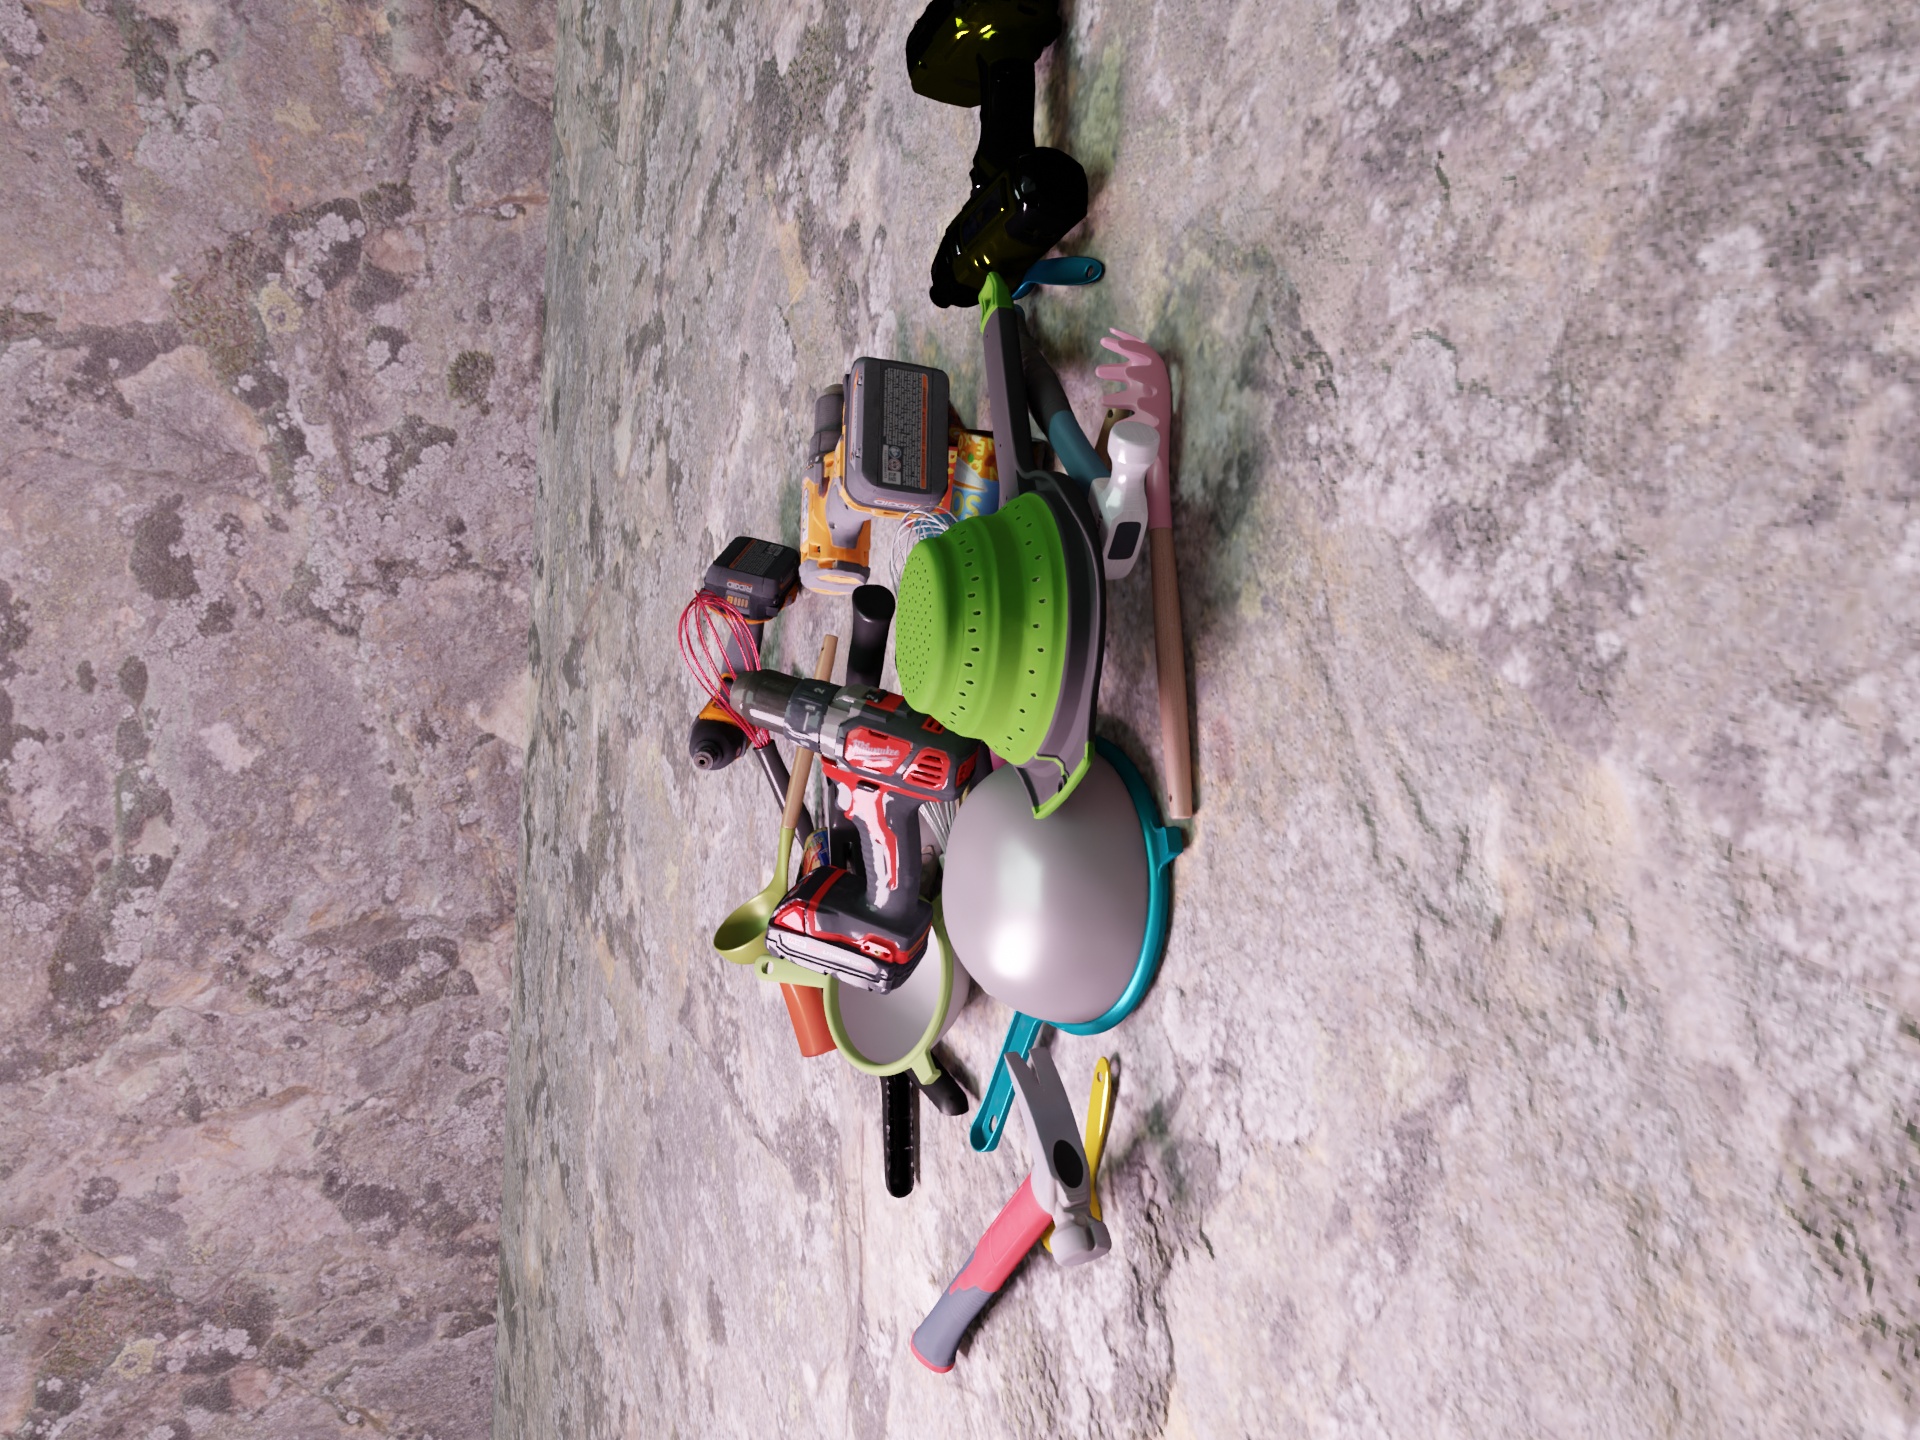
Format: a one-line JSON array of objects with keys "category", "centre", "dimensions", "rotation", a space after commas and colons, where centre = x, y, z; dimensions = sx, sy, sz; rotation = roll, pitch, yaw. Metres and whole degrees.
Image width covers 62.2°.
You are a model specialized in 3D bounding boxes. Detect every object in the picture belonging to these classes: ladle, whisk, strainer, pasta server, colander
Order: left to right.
[{"category": "whisk", "centre": [-0.201, 0.007, 1.561], "dimensions": [0.073, 0.073, 0.295], "rotation": [15, 131, 64]}, {"category": "ladle", "centre": [-0.167, 0.073, 1.495], "dimensions": [0.078, 0.062, 0.320], "rotation": [10, 87, 57]}, {"category": "strainer", "centre": [-0.076, 0.218, 1.340], "dimensions": [0.256, 0.069, 0.151], "rotation": [-5, 75, 48]}, {"category": "whisk", "centre": [-0.007, 0.095, 1.235], "dimensions": [0.059, 0.057, 0.246], "rotation": [-24, 81, 37]}, {"category": "whisk", "centre": [0.002, -0.023, 1.181], "dimensions": [0.070, 0.070, 0.284], "rotation": [30, 137, 61]}, {"category": "colander", "centre": [0.007, -0.134, 1.049], "dimensions": [0.204, 0.094, 0.397], "rotation": [123, 145, -60]}, {"category": "strainer", "centre": [0.029, 0.168, 1.118], "dimensions": [0.211, 0.095, 0.340], "rotation": [48, 128, 52]}, {"category": "pasta server", "centre": [0.123, -0.095, 1.017], "dimensions": [0.060, 0.040, 0.316], "rotation": [147, 120, -78]}]

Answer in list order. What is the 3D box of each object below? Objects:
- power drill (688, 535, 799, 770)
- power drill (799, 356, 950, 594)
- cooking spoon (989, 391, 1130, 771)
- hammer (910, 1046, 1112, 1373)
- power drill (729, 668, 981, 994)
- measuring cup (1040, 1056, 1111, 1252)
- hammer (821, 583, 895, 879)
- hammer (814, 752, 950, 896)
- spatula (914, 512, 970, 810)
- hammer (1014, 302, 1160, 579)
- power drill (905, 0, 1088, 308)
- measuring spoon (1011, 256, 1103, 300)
[{"category": "power drill", "centre": [-0.233, -0.061, 1.653], "dimensions": [0.164, 0.084, 0.226], "rotation": [-71, -6, -65]}, {"category": "power drill", "centre": [-0.079, -0.221, 1.306], "dimensions": [0.226, 0.084, 0.185], "rotation": [146, 127, -66]}, {"category": "cooking spoon", "centre": [0.071, -0.086, 1.146], "dimensions": [0.069, 0.017, 0.318], "rotation": [49, 133, 43]}, {"category": "hammer", "centre": [0.018, 0.385, 1.173], "dimensions": [0.386, 0.038, 0.143], "rotation": [112, 147, -50]}, {"category": "power drill", "centre": [-0.091, 0.074, 1.184], "dimensions": [0.080, 0.188, 0.226], "rotation": [-50, -26, -59]}, {"category": "measuring cup", "centre": [0.079, 0.303, 1.103], "dimensions": [0.062, 0.029, 0.156], "rotation": [-139, 51, -58]}, {"category": "hammer", "centre": [-0.082, 0.005, 1.263], "dimensions": [0.334, 0.035, 0.146], "rotation": [104, 161, -58]}, {"category": "hammer", "centre": [-0.107, 0.035, 1.498], "dimensions": [0.411, 0.038, 0.146], "rotation": [44, 127, 57]}, {"category": "spatula", "centre": [-0.002, -0.004, 1.269], "dimensions": [0.082, 0.044, 0.317], "rotation": [2, 93, 63]}, {"category": "hammer", "centre": [0.066, -0.207, 1.087], "dimensions": [0.331, 0.033, 0.128], "rotation": [-109, 21, -52]}, {"category": "power drill", "centre": [0.019, -0.428, 1.176], "dimensions": [0.171, 0.080, 0.223], "rotation": [-28, 63, 56]}, {"category": "measuring spoon", "centre": [0.070, -0.326, 1.164], "dimensions": [0.129, 0.021, 0.042], "rotation": [22, 99, 54]}]
